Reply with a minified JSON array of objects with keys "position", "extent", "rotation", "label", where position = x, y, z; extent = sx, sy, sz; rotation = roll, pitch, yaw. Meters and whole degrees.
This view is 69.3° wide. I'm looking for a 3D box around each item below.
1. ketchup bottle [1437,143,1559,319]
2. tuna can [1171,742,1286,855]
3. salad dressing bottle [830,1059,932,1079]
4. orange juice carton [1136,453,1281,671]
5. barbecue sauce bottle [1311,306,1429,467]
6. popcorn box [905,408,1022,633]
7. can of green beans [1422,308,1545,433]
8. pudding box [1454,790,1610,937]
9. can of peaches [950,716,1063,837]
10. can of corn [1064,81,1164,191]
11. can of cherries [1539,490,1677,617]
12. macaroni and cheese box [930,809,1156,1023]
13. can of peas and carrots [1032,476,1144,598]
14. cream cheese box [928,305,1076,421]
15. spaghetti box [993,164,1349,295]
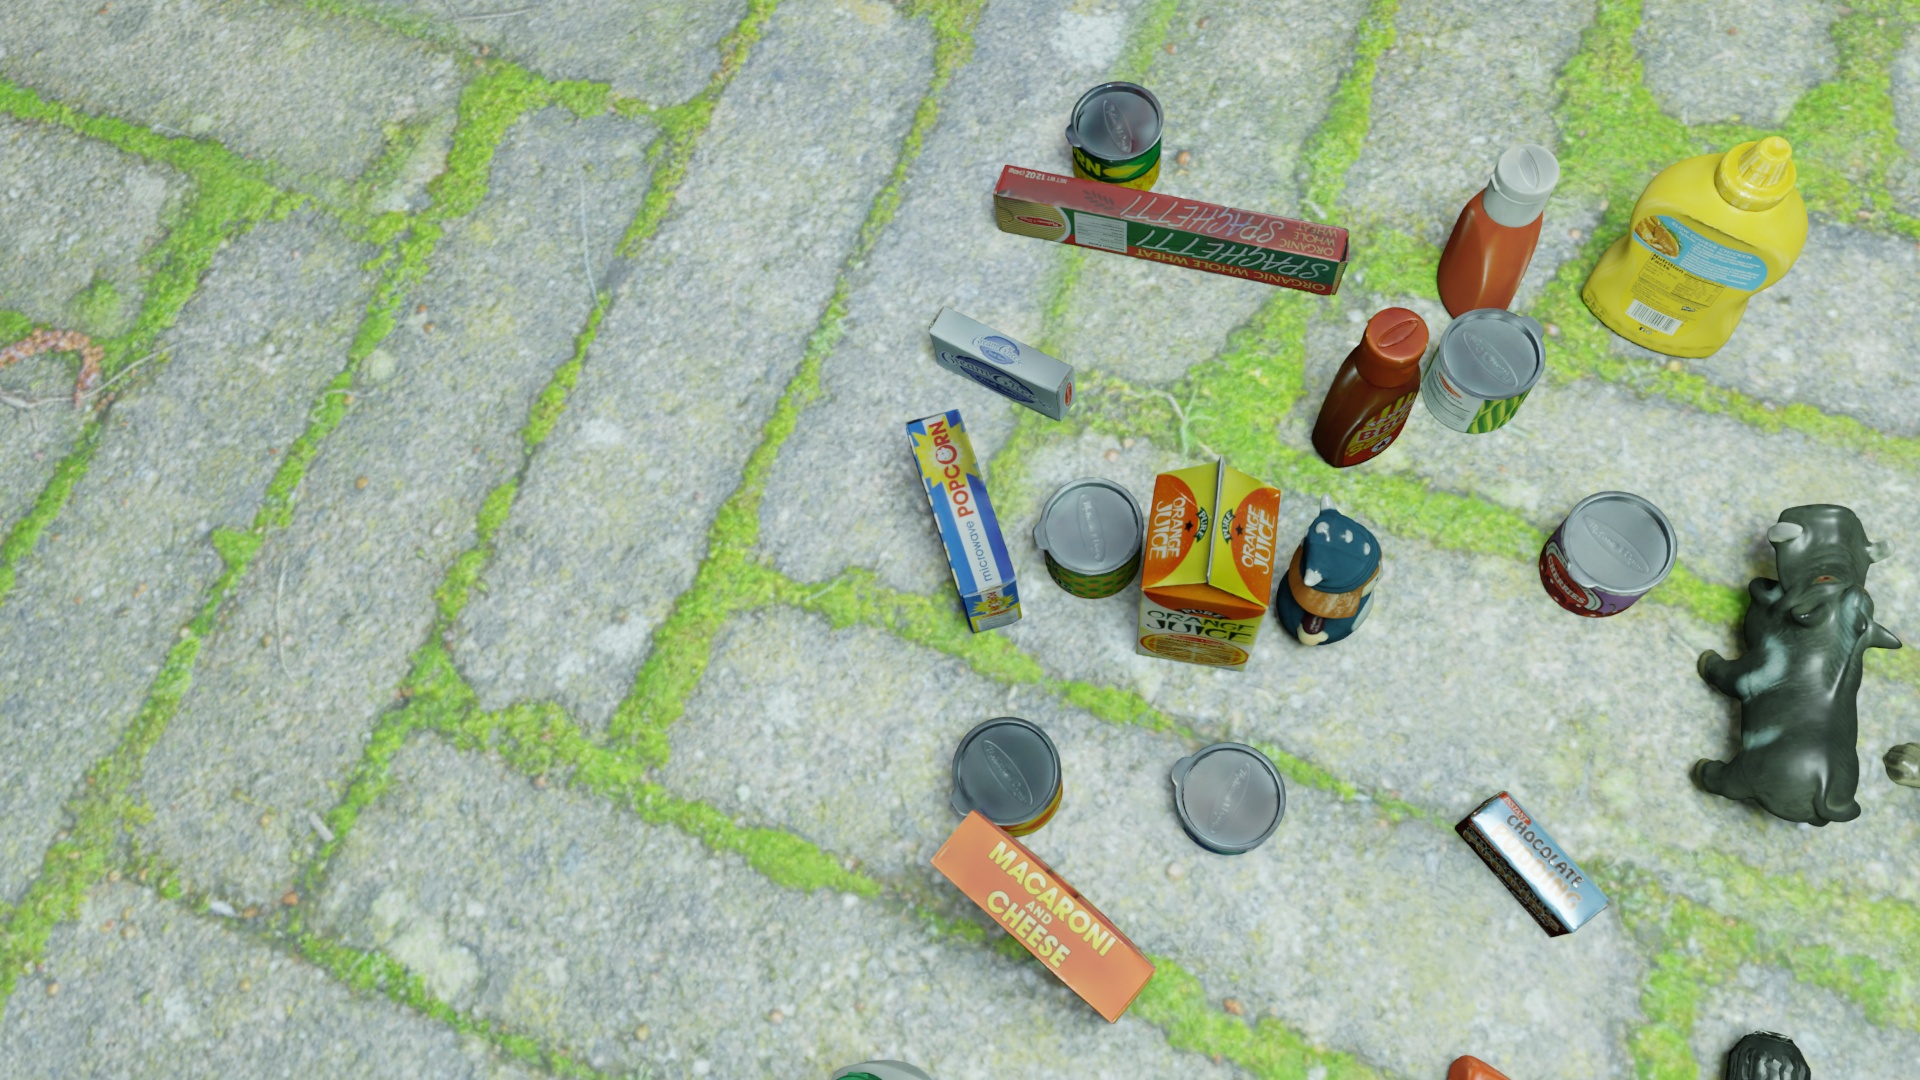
[{"position":[0.348,-0.199,0.903],"extent":[0.043,0.148,0.065],"rotation":[-10,70,3],"label":"ketchup bottle"},{"position":[0.163,0.159,0.856],"extent":[0.071,0.032,0.071],"rotation":[-2,70,6],"label":"tuna can"},{"position":[-0.048,0.311,0.763],"extent":[0.064,0.147,0.044],"rotation":[5,72,8],"label":"salad dressing bottle"},{"position":[0.145,0.017,0.824],"extent":[0.073,0.192,0.072],"rotation":[8,72,9],"label":"orange juice carton"},{"position":[0.261,-0.097,0.876],"extent":[0.065,0.148,0.044],"rotation":[-31,70,-5],"label":"barbecue sauce bottle"},{"position":[0.003,-0.011,0.907],"extent":[0.038,0.085,0.127],"rotation":[-18,70,0],"label":"popcorn box"},{"position":[0.345,-0.111,0.920],"extent":[0.071,0.057,0.071],"rotation":[-2,70,6],"label":"can of green beans"},{"position":[0.335,0.190,0.817],"extent":[0.030,0.049,0.084],"rotation":[-37,71,-7],"label":"pudding box"},{"position":[0.028,0.149,0.861],"extent":[0.071,0.058,0.071],"rotation":[-2,70,6],"label":"can of peaches"},{"position":[0.111,-0.287,1.008],"extent":[0.071,0.058,0.071],"rotation":[-2,70,6],"label":"can of corn"},{"position":[0.401,0.011,0.870],"extent":[0.071,0.058,0.071],"rotation":[-2,70,6],"label":"can of cherries"},{"position":[0.050,0.213,0.777],"extent":[0.124,0.166,0.040],"rotation":[38,79,17],"label":"macaroni and cheese box"},{"position":[0.084,0.000,0.908],"extent":[0.071,0.058,0.071],"rotation":[-2,70,6],"label":"can of peas and carrots"},{"position":[0.029,-0.121,0.960],"extent":[0.104,0.053,0.024],"rotation":[27,76,15],"label":"cream cheese box"},{"position":[0.148,-0.220,0.984],"extent":[0.250,0.050,0.029],"rotation":[14,73,11],"label":"spaghetti box"}]
